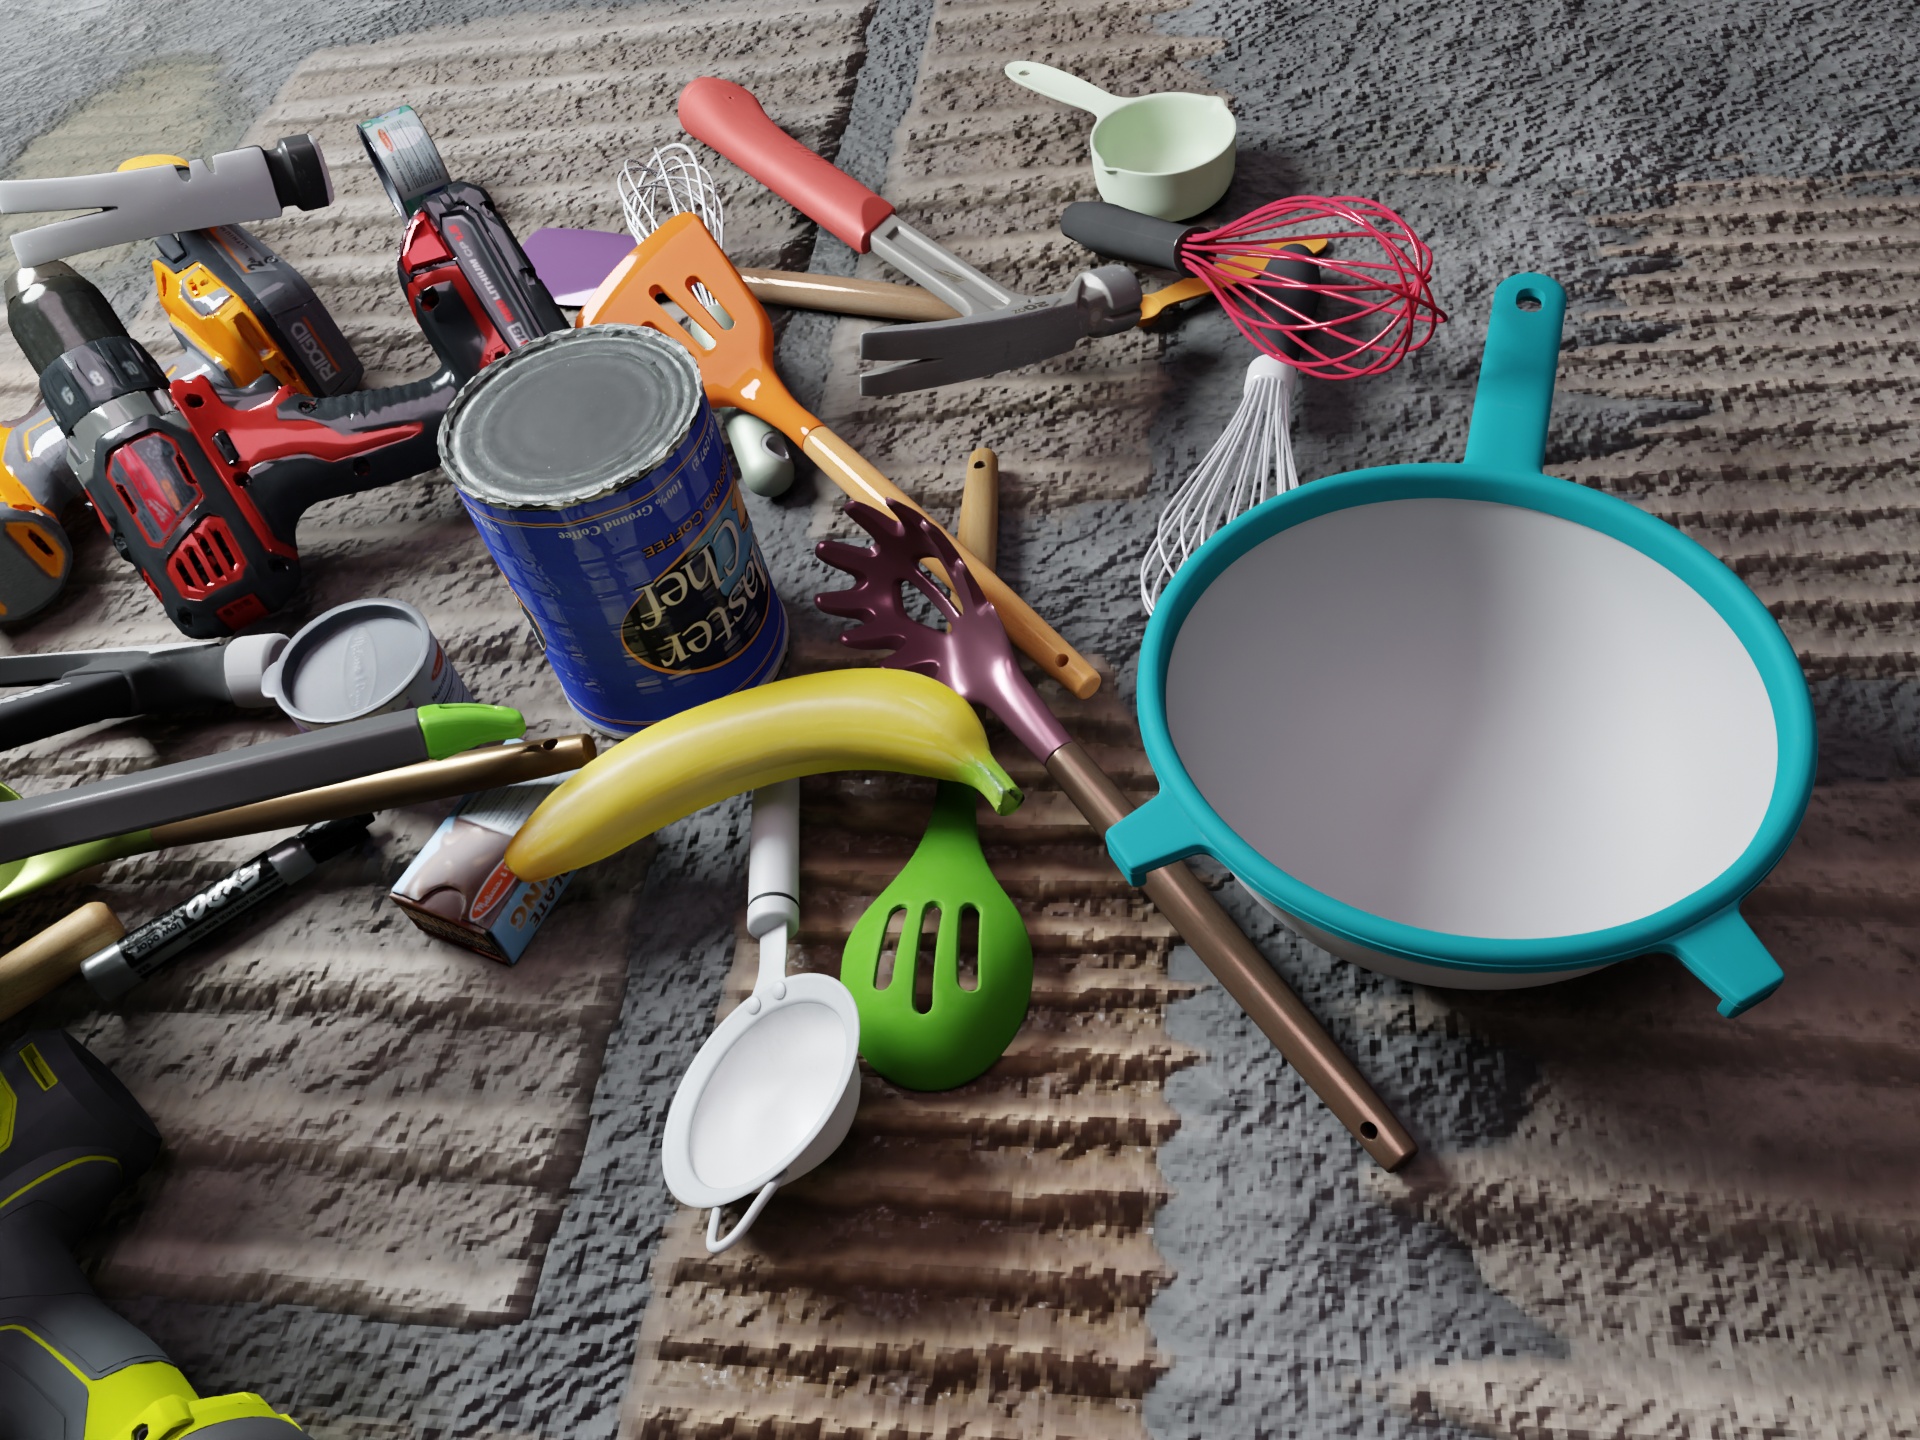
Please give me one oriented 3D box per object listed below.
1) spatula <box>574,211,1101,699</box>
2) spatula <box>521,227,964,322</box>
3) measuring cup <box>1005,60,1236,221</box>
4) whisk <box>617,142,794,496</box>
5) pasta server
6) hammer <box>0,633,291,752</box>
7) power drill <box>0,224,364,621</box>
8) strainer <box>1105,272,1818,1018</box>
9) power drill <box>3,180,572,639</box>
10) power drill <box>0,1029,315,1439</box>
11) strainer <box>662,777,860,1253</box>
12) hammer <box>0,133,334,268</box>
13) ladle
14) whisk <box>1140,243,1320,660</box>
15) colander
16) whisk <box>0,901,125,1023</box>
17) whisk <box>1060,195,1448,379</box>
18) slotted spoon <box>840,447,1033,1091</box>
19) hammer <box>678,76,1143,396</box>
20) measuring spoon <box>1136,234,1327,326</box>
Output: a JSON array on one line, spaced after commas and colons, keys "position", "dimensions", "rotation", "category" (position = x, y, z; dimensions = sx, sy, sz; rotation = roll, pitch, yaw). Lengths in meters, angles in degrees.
[{"position": [-0.053, -0.113, 0.691], "dimensions": [0.081, 0.041, 0.323], "rotation": [-45, 60, -1], "category": "spatula"}, {"position": [-0.111, -0.231, 0.847], "dimensions": [0.316, 0.018, 0.060], "rotation": [12, 60, 21], "category": "spatula"}, {"position": [0.081, -0.320, 0.870], "dimensions": [0.083, 0.038, 0.168], "rotation": [-36, 52, -17], "category": "measuring cup"}, {"position": [-0.127, -0.205, 0.803], "dimensions": [0.059, 0.057, 0.247], "rotation": [-43, 54, 31], "category": "whisk"}, {"position": [0.048, 0.032, 0.572], "dimensions": [0.060, 0.040, 0.316], "rotation": [-52, 60, 22], "category": "pasta server"}, {"position": [-0.387, 0.014, 0.564], "dimensions": [0.146, 0.035, 0.335], "rotation": [-4, 12, 8], "category": "hammer"}, {"position": [-0.444, -0.163, 0.820], "dimensions": [0.226, 0.084, 0.164], "rotation": [-41, 54, -17], "category": "power drill"}, {"position": [0.187, -0.033, 0.585], "dimensions": [0.211, 0.095, 0.341], "rotation": [11, 51, 15], "category": "strainer"}, {"position": [-0.310, -0.167, 0.749], "dimensions": [0.226, 0.080, 0.188], "rotation": [-32, 89, -15], "category": "power drill"}, {"position": [-0.312, 0.223, 0.487], "dimensions": [0.229, 0.080, 0.190], "rotation": [32, 62, 34], "category": "power drill"}, {"position": [-0.065, 0.078, 0.577], "dimensions": [0.087, 0.050, 0.259], "rotation": [-30, 40, 23], "category": "strainer"}, {"position": [-0.404, -0.264, 0.793], "dimensions": [0.127, 0.034, 0.337], "rotation": [-20, 26, -23], "category": "hammer"}, {"position": [-0.300, 0.032, 0.629], "dimensions": [0.320, 0.062, 0.078], "rotation": [-10, 48, 10], "category": "ladle"}, {"position": [0.133, -0.128, 0.696], "dimensions": [0.070, 0.070, 0.285], "rotation": [6, 48, 15], "category": "whisk"}, {"position": [-0.341, 0.080, 0.544], "dimensions": [0.397, 0.094, 0.204], "rotation": [-14, 10, -17], "category": "colander"}, {"position": [-0.434, 0.144, 0.595], "dimensions": [0.245, 0.051, 0.047], "rotation": [-37, 48, -22], "category": "whisk"}, {"position": [0.116, -0.208, 0.715], "dimensions": [0.073, 0.073, 0.296], "rotation": [-27, 30, -11], "category": "whisk"}, {"position": [-0.001, -0.002, 0.638], "dimensions": [0.070, 0.031, 0.314], "rotation": [-3, 50, 10], "category": "slotted spoon"}, {"position": [-0.069, -0.266, 0.828], "dimensions": [0.149, 0.036, 0.359], "rotation": [-19, 43, -26], "category": "hammer"}, {"position": [0.134, -0.220, 0.798], "dimensions": [0.117, 0.011, 0.021], "rotation": [-23, 51, -12], "category": "measuring spoon"}]
